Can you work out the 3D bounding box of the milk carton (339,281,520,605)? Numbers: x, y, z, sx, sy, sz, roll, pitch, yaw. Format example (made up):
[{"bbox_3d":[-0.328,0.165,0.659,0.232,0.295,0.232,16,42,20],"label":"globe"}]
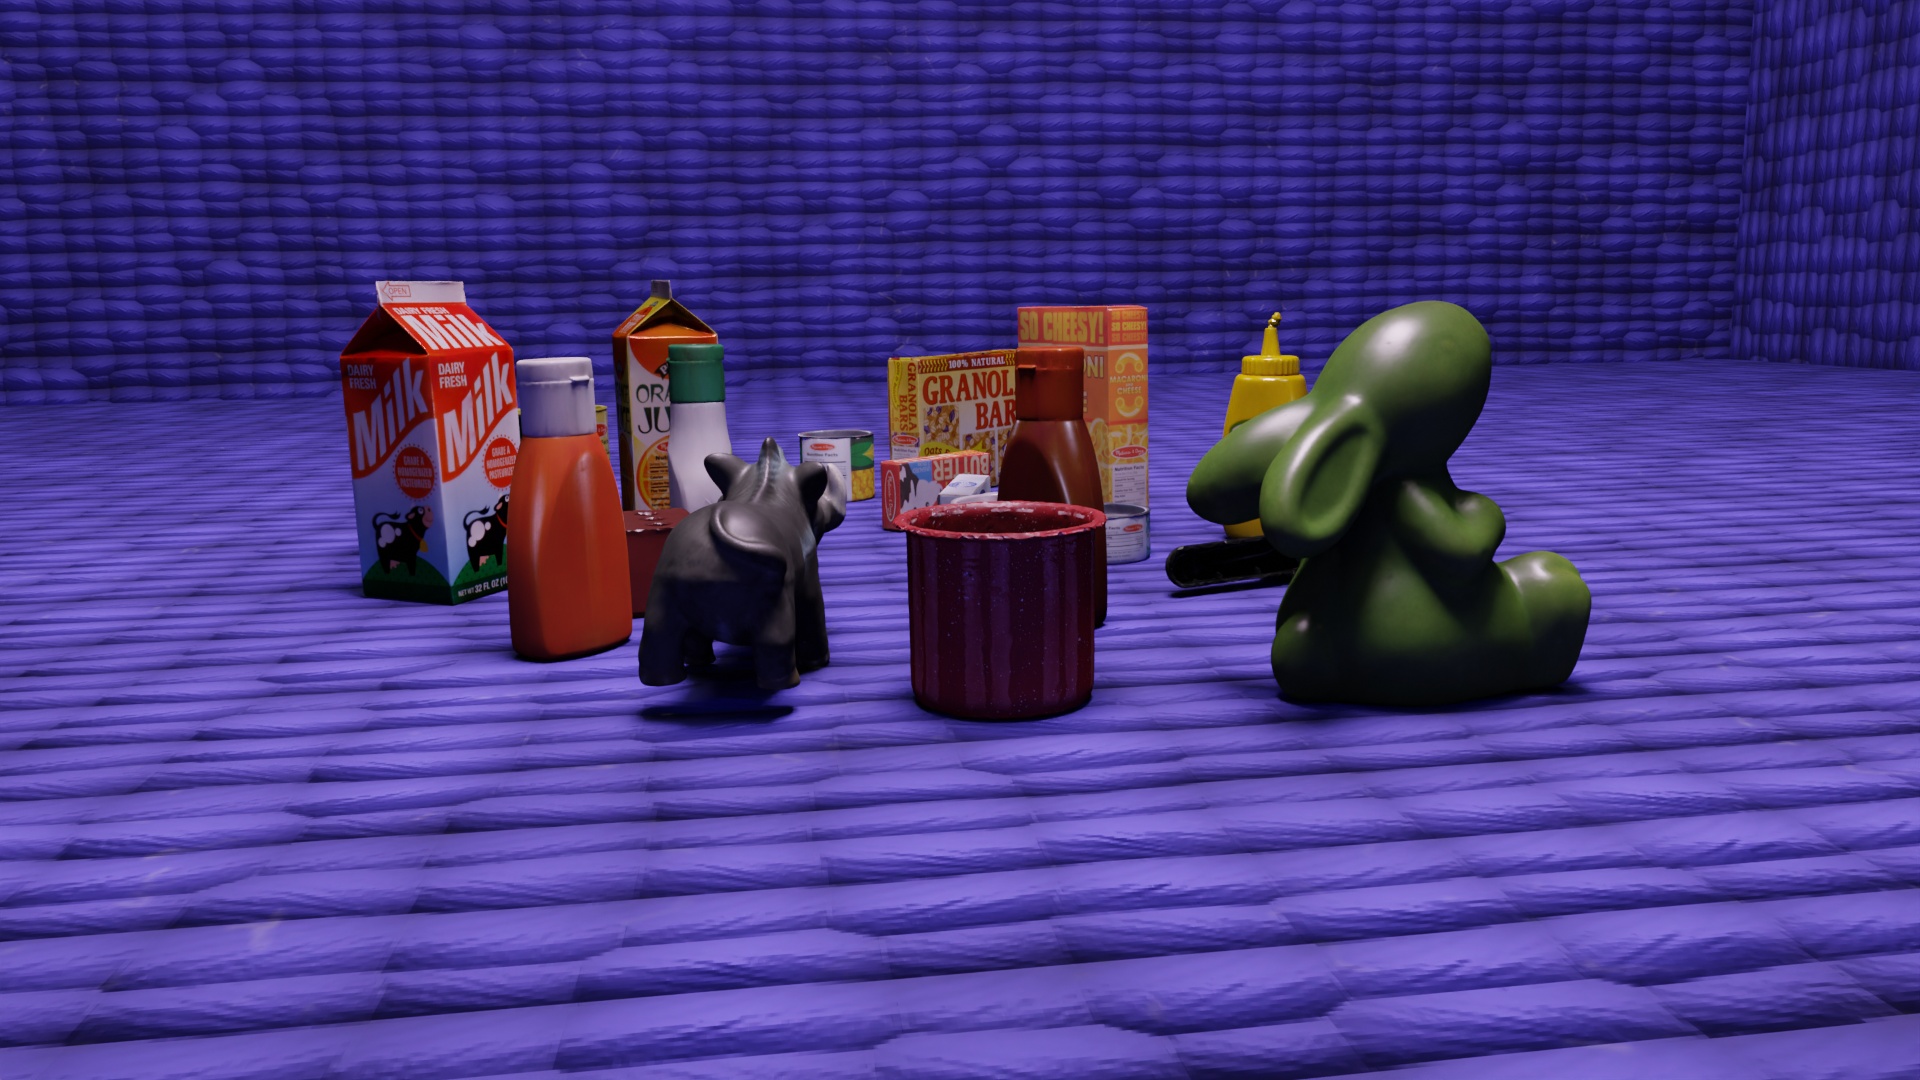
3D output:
[{"bbox_3d":[-0.321,-0.062,0.849,0.073,0.190,0.072,3,10,23],"label":"milk carton"}]

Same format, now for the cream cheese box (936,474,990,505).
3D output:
[{"bbox_3d":[0.003,-0.012,0.921,0.024,0.053,0.104,0,10,7],"label":"cream cheese box"}]

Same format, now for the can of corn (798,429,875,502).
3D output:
[{"bbox_3d":[-0.108,-0.067,1.230,0.071,0.058,0.071,-1,10,0],"label":"can of corn"}]

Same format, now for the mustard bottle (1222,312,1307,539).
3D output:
[{"bbox_3d":[0.216,-0.080,0.978,0.065,0.160,0.049,5,11,34],"label":"mustard bottle"}]

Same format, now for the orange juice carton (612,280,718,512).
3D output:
[{"bbox_3d":[-0.234,-0.111,1.109,0.073,0.192,0.072,-5,10,-22],"label":"orange juice carton"}]

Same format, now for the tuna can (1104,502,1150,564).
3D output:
[{"bbox_3d":[0.094,-0.006,0.938,0.071,0.032,0.071,-1,10,0],"label":"tuna can"}]

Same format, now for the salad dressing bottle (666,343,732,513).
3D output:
[{"bbox_3d":[-0.173,-0.057,0.925,0.044,0.147,0.064,-3,10,-13],"label":"salad dressing bottle"}]

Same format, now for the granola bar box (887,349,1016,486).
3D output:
[{"bbox_3d":[0.002,-0.108,1.264,0.039,0.124,0.166,6,12,37],"label":"granola bar box"}]

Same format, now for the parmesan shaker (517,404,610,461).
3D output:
[{"bbox_3d":[-0.282,-0.042,0.980,0.071,0.103,0.071,-1,10,0],"label":"parmesan shaker"}]

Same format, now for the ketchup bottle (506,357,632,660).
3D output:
[{"bbox_3d":[-0.200,-0.017,0.704,0.043,0.148,0.065,5,11,33],"label":"ketchup bottle"}]

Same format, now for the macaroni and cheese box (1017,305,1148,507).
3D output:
[{"bbox_3d":[0.092,-0.095,1.059,0.040,0.166,0.124,-7,11,-30],"label":"macaroni and cheese box"}]

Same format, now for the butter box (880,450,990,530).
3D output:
[{"bbox_3d":[-0.019,-0.040,1.085,0.024,0.053,0.104,8,13,42],"label":"butter box"}]

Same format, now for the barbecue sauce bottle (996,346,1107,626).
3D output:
[{"bbox_3d":[0.048,-0.029,0.743,0.065,0.148,0.044,8,13,44],"label":"barbecue sauce bottle"}]

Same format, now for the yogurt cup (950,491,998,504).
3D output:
[{"bbox_3d":[0.028,0.002,0.842,0.072,0.054,0.072,-1,10,0],"label":"yogurt cup"}]
